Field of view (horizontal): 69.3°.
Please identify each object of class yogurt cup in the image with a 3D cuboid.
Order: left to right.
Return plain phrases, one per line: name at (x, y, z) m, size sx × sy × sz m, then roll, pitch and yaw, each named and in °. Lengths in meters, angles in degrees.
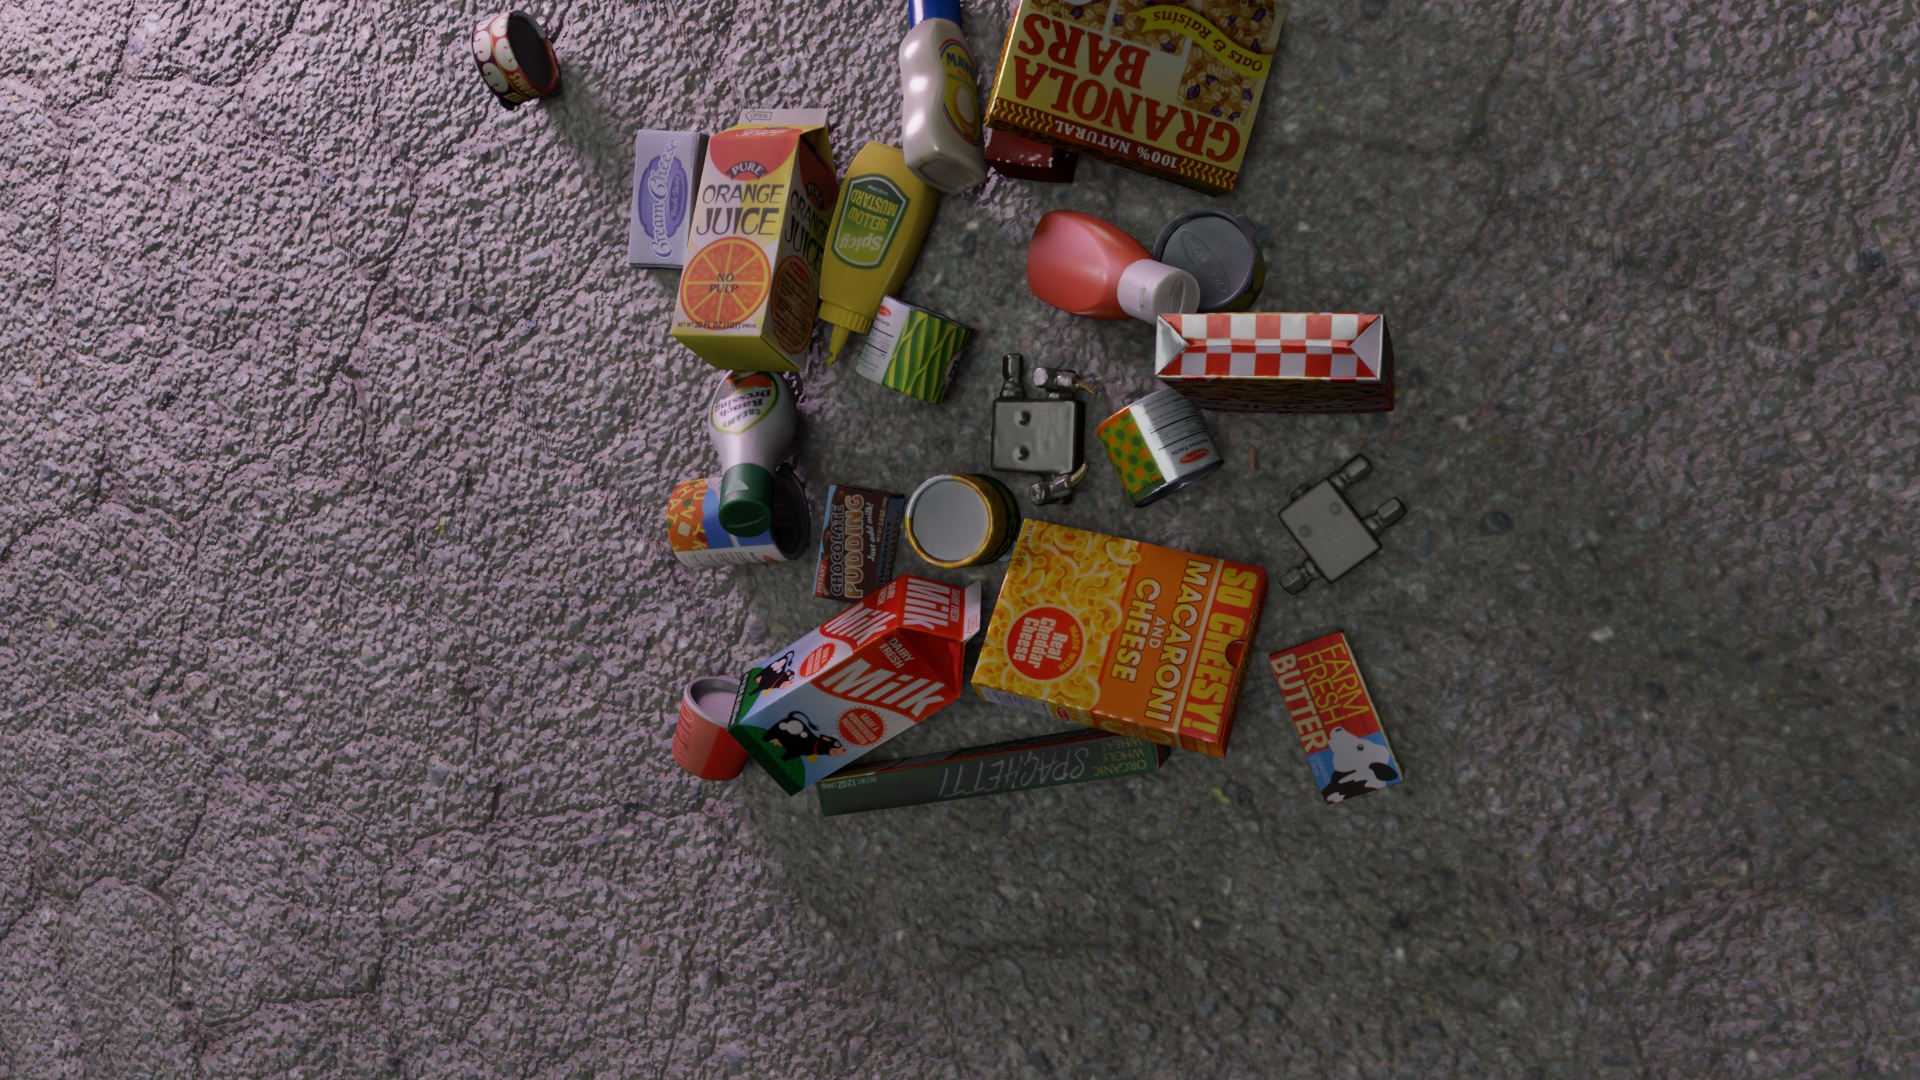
yogurt cup at (-0.179, 0.141, 1.026) m, size 0.072 × 0.072 × 0.053 m, roll 29°, pitch 109°, yaw 16°

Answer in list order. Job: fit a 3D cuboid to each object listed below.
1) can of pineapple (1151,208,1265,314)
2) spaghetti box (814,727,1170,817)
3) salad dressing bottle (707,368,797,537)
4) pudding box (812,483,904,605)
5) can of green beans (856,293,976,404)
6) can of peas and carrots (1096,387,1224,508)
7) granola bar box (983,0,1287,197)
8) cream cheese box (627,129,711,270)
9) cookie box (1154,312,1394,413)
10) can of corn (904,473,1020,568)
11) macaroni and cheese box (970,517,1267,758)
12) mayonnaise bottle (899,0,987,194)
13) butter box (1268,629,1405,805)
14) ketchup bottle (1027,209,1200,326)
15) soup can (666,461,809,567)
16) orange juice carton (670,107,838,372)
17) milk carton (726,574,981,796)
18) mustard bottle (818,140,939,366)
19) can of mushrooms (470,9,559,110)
can of pineapple at (0.164, -0.178, 0.902) m, size 0.071 × 0.058 × 0.071 m, roll 1°, pitch 92°, yaw 19°
spaghetti box at (0.021, 0.158, 0.963) m, size 0.250 × 0.050 × 0.028 m, roll -12°, pitch 90°, yaw 19°
salad dressing bottle at (-0.147, -0.065, 0.974) m, size 0.064 × 0.043 × 0.148 m, roll -15°, pitch 43°, yaw 9°
pudding box at (-0.074, 0.003, 1.003) m, size 0.050 × 0.030 × 0.083 m, roll 12°, pitch 95°, yaw 19°
can of green beans at (-0.032, -0.133, 0.966) m, size 0.071 × 0.071 × 0.057 m, roll 25°, pitch 100°, yaw 17°
can of peas and carrots at (0.129, -0.061, 0.914) m, size 0.071 × 0.071 × 0.059 m, roll -28°, pitch 82°, yaw 18°
granola bar box at (0.110, -0.305, 0.890) m, size 0.166 × 0.039 × 0.124 m, roll 15°, pitch 95°, yaw -10°
cream cheese box at (-0.220, -0.257, 1.050) m, size 0.053 × 0.024 × 0.103 m, roll 6°, pitch 93°, yaw 19°
cookie box at (0.194, -0.104, 0.836) m, size 0.123 × 0.167 × 0.040 m, roll 3°, pitch 90°, yaw 19°
can of corn at (0.003, -0.012, 0.961) m, size 0.071 × 0.058 × 0.071 m, roll 1°, pitch 92°, yaw 20°
macaroni and cheese box at (0.105, 0.062, 0.912) m, size 0.166 × 0.040 × 0.124 m, roll 12°, pitch 69°, yaw 18°
mayonnaise bottle at (-0.014, -0.316, 0.952) m, size 0.041 × 0.065 × 0.148 m, roll -15°, pitch 71°, yaw 36°
butter box at (0.243, 0.113, 0.899) m, size 0.053 × 0.024 × 0.103 m, roll -23°, pitch 84°, yaw 18°
ketchup bottle at (0.096, -0.169, 0.888) m, size 0.149 × 0.043 × 0.064 m, roll 39°, pitch 127°, yaw 56°
soup can at (-0.162, -0.018, 1.014) m, size 0.084 × 0.071 × 0.071 m, roll -5°, pitch 90°, yaw 20°
orange juice carton at (-0.140, -0.220, 0.985) m, size 0.072 × 0.073 × 0.193 m, roll 4°, pitch 76°, yaw 19°
milk carton at (-0.063, 0.091, 0.966) m, size 0.190 × 0.073 × 0.073 m, roll -32°, pitch 113°, yaw 16°
mustard bottle at (-0.066, -0.198, 0.985) m, size 0.065 × 0.049 × 0.160 m, roll 22°, pitch 98°, yaw 16°
can of mushrooms at (-0.341, -0.369, 1.067) m, size 0.033 × 0.071 × 0.071 m, roll -12°, pitch 88°, yaw 18°
